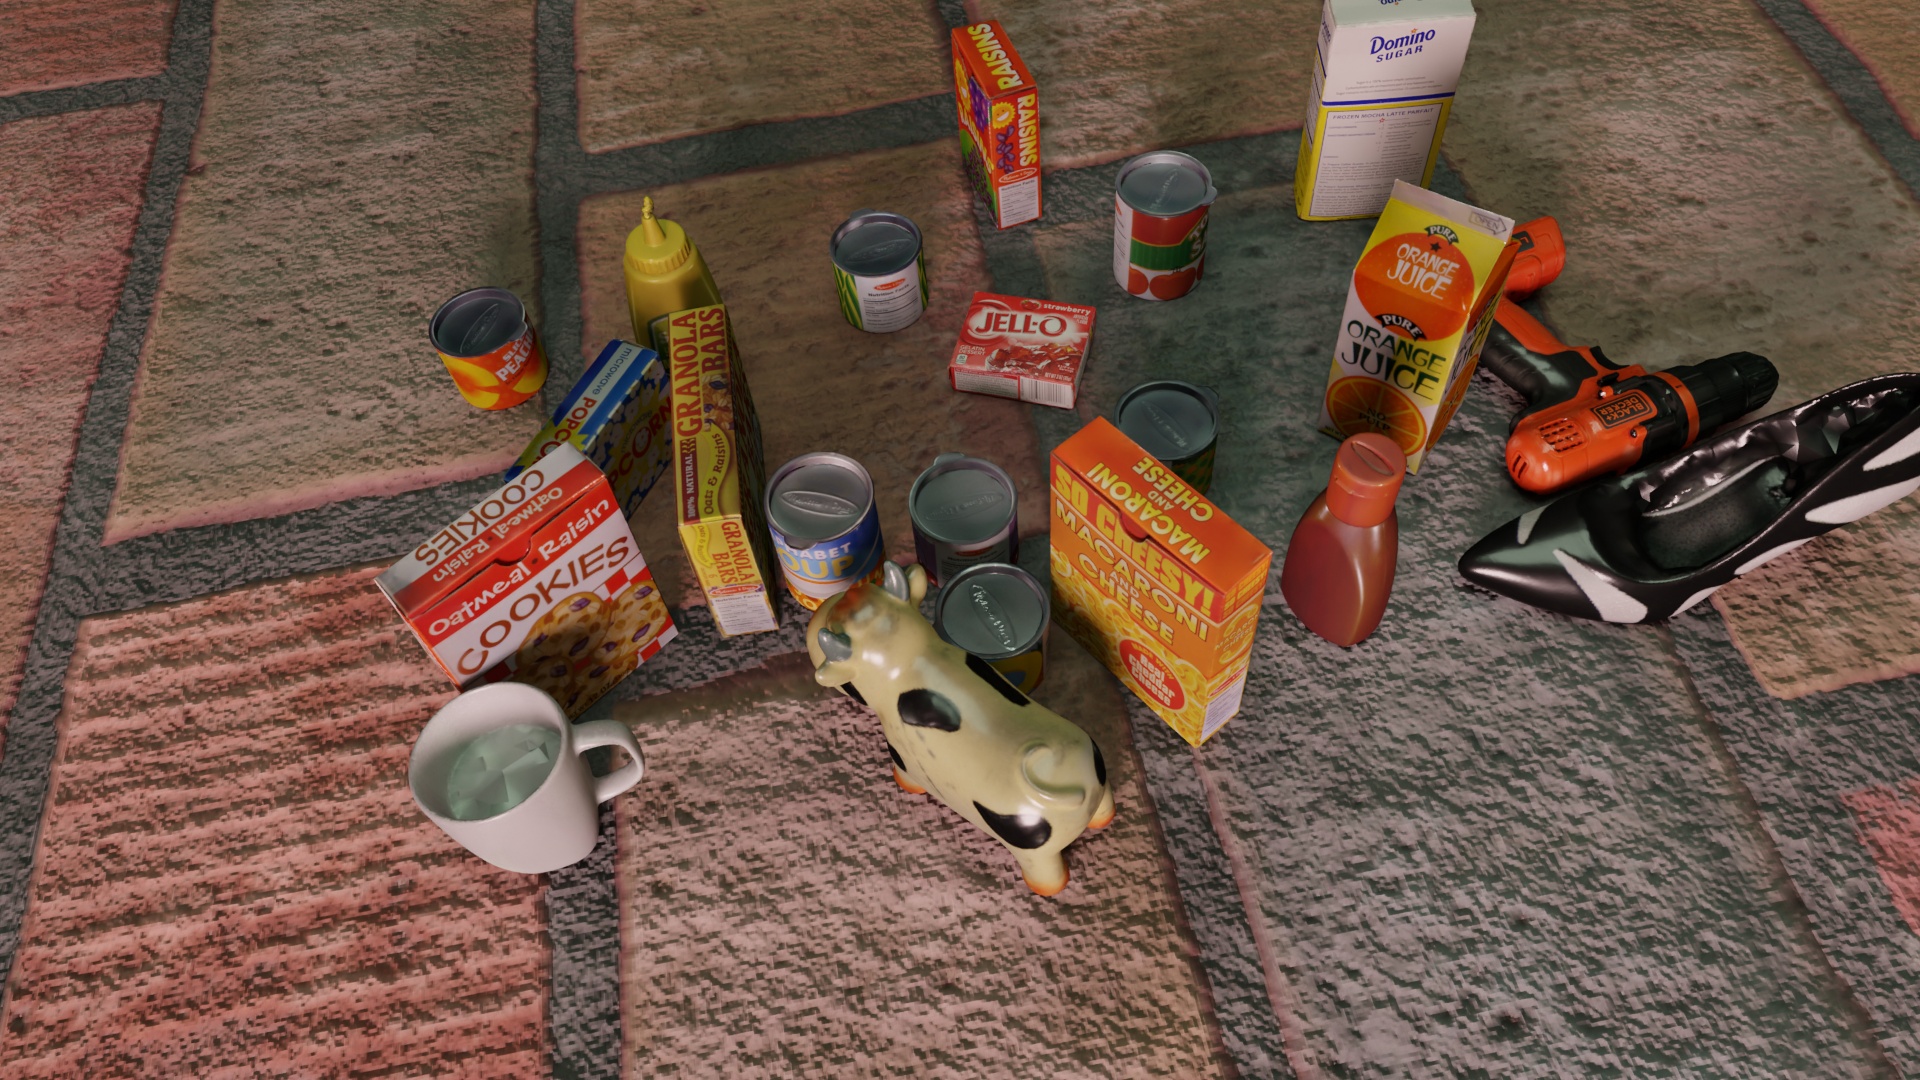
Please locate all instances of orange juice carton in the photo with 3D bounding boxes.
[{"bbox_3d":[0.279,-0.135,0.845,0.072,0.191,0.073,29,62,22],"label":"orange juice carton"}]

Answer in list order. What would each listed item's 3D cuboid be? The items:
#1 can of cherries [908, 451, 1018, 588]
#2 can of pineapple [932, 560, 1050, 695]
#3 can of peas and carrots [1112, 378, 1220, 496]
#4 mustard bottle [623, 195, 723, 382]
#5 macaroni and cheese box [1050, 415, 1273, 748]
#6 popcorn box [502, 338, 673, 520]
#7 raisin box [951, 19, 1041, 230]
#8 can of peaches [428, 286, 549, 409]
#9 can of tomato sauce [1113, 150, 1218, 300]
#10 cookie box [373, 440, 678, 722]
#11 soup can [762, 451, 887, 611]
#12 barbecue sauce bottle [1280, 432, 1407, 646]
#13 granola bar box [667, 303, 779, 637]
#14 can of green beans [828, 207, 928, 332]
[{"bbox_3d":[0.003,-0.011,0.861,0.071,0.058,0.072,-2,55,3],"label":"can of cherries"},{"bbox_3d":[0.018,0.055,0.814,0.071,0.057,0.071,-2,55,3],"label":"can of pineapple"},{"bbox_3d":[0.132,-0.061,0.886,0.071,0.058,0.071,-2,55,3],"label":"can of peas and carrots"},{"bbox_3d":[-0.191,-0.162,0.919,0.065,0.159,0.049,-16,56,-7],"label":"mustard bottle"},{"bbox_3d":[0.104,0.027,0.761,0.040,0.165,0.124,-37,61,-20],"label":"macaroni and cheese box"},{"bbox_3d":[-0.230,-0.055,0.893,0.038,0.084,0.127,19,59,17],"label":"popcorn box"},{"bbox_3d":[0.027,-0.306,1.025,0.040,0.122,0.086,-17,56,-7],"label":"raisin box"},{"bbox_3d":[-0.326,-0.133,0.971,0.071,0.057,0.071,-2,55,3],"label":"can of peaches"},{"bbox_3d":[0.144,-0.221,0.982,0.071,0.082,0.071,-2,55,3],"label":"can of tomato sauce"},{"bbox_3d":[-0.234,0.039,0.777,0.040,0.166,0.123,38,66,26],"label":"cookie box"},{"bbox_3d":[-0.082,-0.001,0.845,0.071,0.083,0.072,-2,55,3],"label":"soup can"},{"bbox_3d":[0.219,-0.001,0.783,0.044,0.147,0.065,-33,59,-17],"label":"barbecue sauce bottle"},{"bbox_3d":[-0.146,-0.042,0.854,0.039,0.123,0.166,-9,55,-2],"label":"granola bar box"},{"bbox_3d":[-0.057,-0.191,0.991,0.071,0.057,0.071,-2,55,3],"label":"can of green beans"}]
